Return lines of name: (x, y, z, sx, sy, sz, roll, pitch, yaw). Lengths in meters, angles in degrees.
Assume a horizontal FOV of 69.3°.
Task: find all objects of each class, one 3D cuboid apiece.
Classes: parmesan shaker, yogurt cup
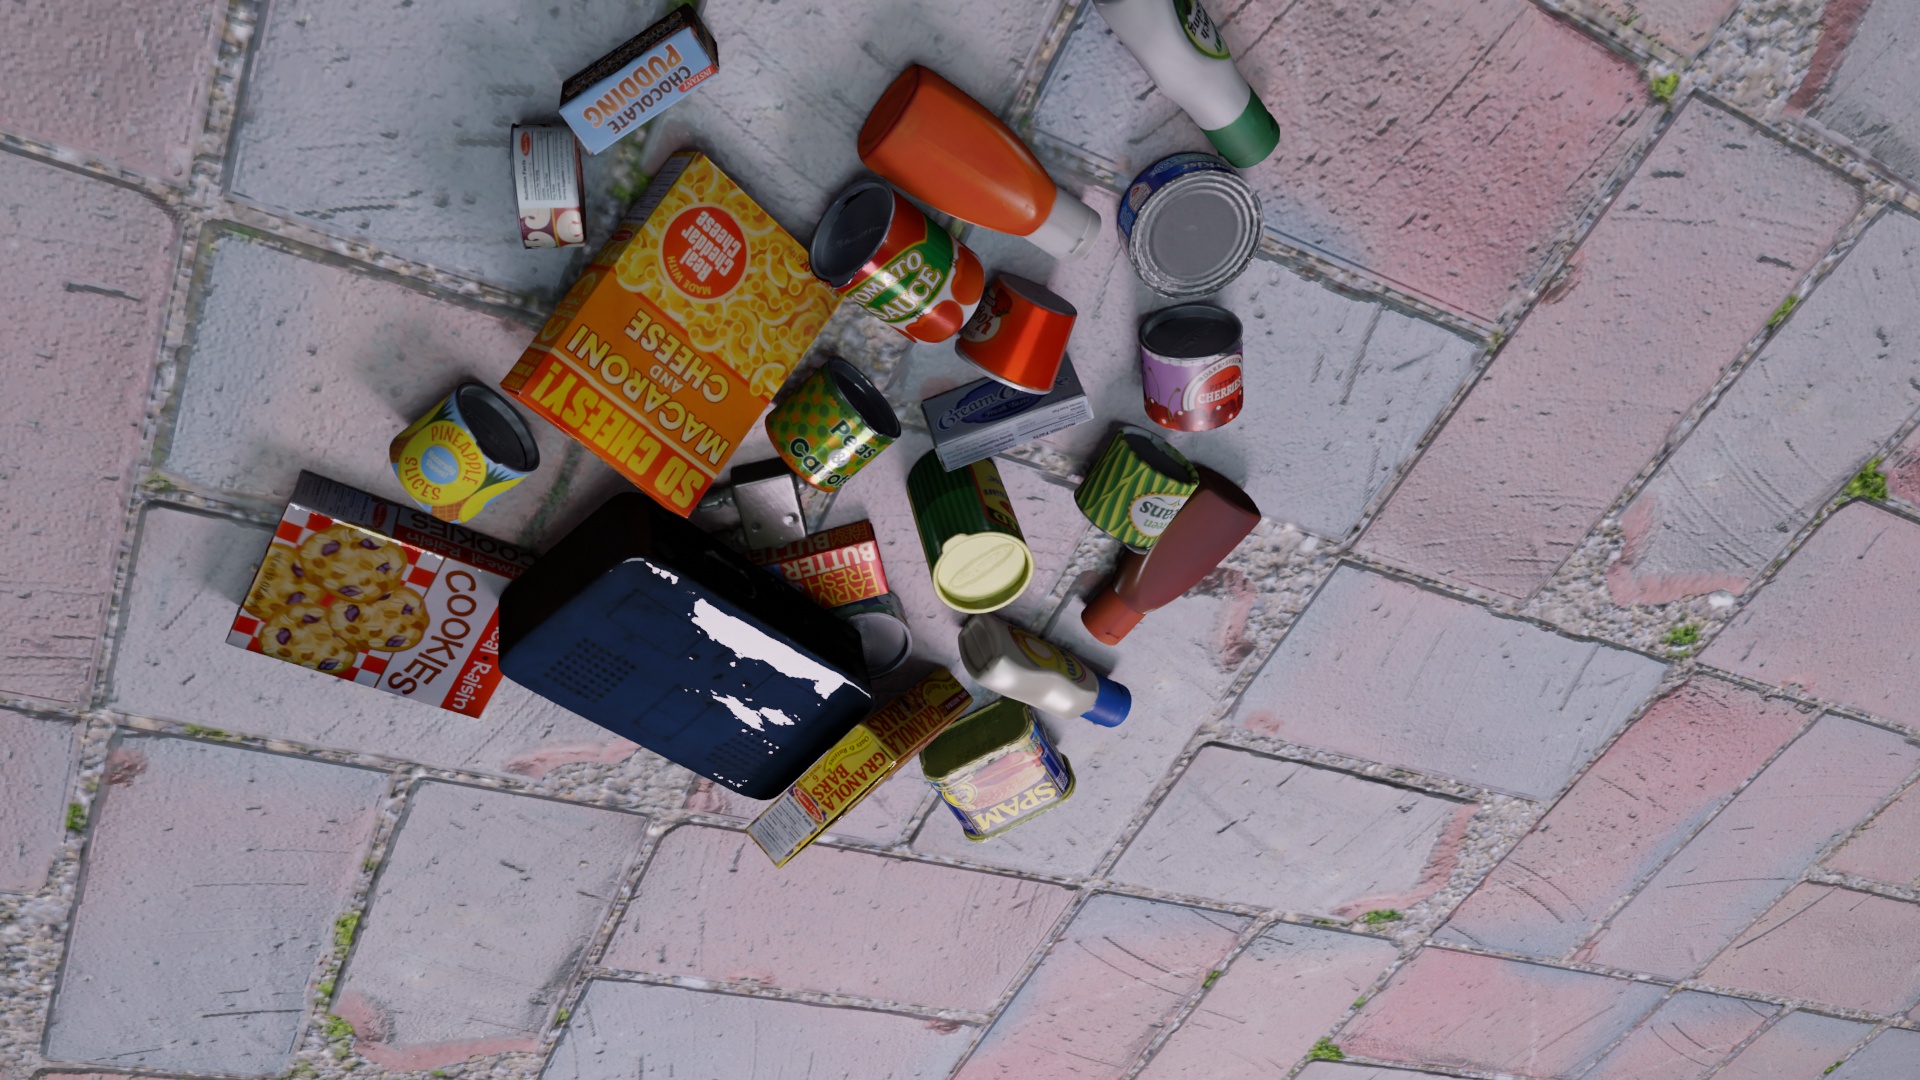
parmesan shaker: (0.003, -0.012, 0.917, 0.071, 0.103, 0.071, -7, 129, -9)
yogurt cup: (0.037, -0.129, 0.862, 0.072, 0.073, 0.053, 16, 114, -24)

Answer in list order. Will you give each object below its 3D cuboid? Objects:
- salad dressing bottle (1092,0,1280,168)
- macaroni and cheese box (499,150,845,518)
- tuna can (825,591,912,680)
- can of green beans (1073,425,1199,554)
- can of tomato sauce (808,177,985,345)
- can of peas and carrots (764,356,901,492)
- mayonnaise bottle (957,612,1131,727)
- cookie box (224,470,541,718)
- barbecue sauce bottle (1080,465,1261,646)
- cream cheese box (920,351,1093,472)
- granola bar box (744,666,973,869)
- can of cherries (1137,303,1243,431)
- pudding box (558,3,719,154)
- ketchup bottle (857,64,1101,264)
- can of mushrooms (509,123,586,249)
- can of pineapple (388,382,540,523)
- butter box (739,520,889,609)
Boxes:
salad dressing bottle: (0.131, -0.269, 0.783, 0.044, 0.064, 0.147, -24, 140, 29)
macaroni and cheese box: (-0.159, -0.115, 0.788, 0.123, 0.040, 0.167, 41, 77, -34)
tuna can: (-0.072, 0.068, 1.005, 0.071, 0.033, 0.070, -7, 128, -9)
can of green beans: (0.121, -0.037, 0.951, 0.071, 0.071, 0.057, 20, 119, -26)
can of tomato sauce: (-0.036, -0.159, 0.807, 0.071, 0.071, 0.083, -42, 136, 19)
can of peas and carrots: (-0.080, -0.071, 0.872, 0.058, 0.071, 0.071, -39, 126, 17)
mayonnaise bottle: (0.067, 0.103, 1.051, 0.148, 0.065, 0.041, 26, 113, -34)
cookie box: (-0.367, 0.039, 0.905, 0.167, 0.040, 0.122, 23, 118, -27)
barbecue sauce bottle: (0.148, 0.016, 1.013, 0.065, 0.044, 0.148, 27, 117, -29)
cream cheese box: (0.029, -0.084, 0.900, 0.104, 0.053, 0.024, -20, 131, 2)
granola bar box: (-0.068, 0.160, 1.002, 0.124, 0.166, 0.039, -44, 83, 19)
can of cherries: (0.151, -0.111, 0.899, 0.071, 0.072, 0.058, -13, 129, -4)
pudding box: (-0.169, -0.243, 0.731, 0.083, 0.050, 0.030, -29, 127, 9)
ketchup bottle: (0.016, -0.210, 0.806, 0.149, 0.044, 0.064, 26, 123, -30)
can of mushrooms: (-0.222, -0.190, 0.750, 0.033, 0.071, 0.070, -5, 128, -11)
can of pineapple: (-0.298, -0.052, 0.833, 0.058, 0.071, 0.071, -34, 127, 13)
butter box: (-0.105, 0.024, 0.969, 0.103, 0.024, 0.052, -15, 129, -2)
